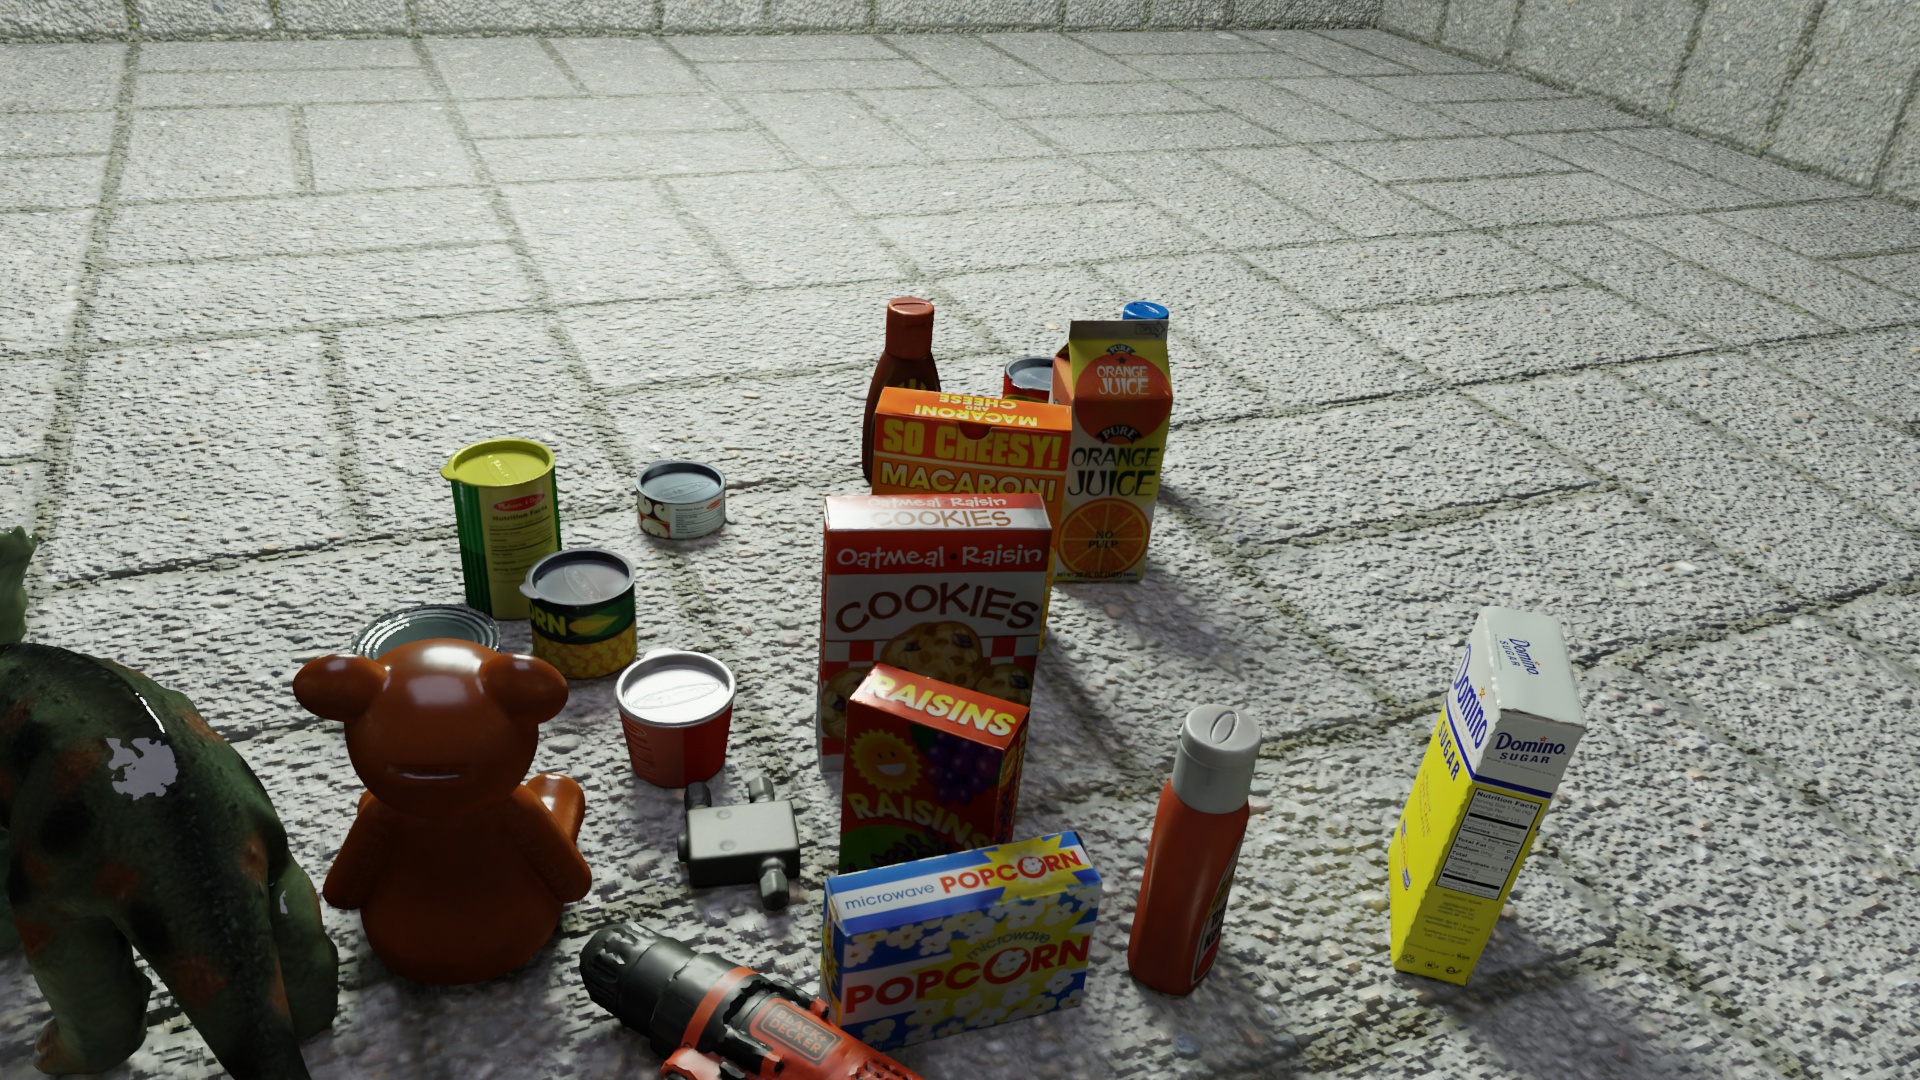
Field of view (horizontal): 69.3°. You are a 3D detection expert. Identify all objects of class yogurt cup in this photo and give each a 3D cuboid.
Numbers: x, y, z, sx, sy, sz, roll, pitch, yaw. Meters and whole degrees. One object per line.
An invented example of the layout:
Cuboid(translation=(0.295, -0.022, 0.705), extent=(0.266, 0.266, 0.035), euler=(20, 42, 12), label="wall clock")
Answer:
Cuboid(translation=(-0.163, 0.104, 0.798), extent=(0.072, 0.053, 0.073), euler=(4, 31, -2), label="yogurt cup")

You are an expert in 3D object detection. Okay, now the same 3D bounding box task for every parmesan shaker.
Cuboid(translation=(-0.300, -0.007, 0.914), extent=(0.071, 0.102, 0.071), euler=(4, 31, -2), label="parmesan shaker")

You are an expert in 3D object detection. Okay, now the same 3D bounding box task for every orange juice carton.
Cuboid(translation=(0.101, -0.068, 0.991), extent=(0.072, 0.191, 0.073), euler=(0, 31, -9), label="orange juice carton")

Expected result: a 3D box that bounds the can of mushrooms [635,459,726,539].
Cuboid(translation=(-0.209, -0.032, 1.037), extent=(0.071, 0.033, 0.071), euler=(4, 31, -2), label="can of mushrooms")

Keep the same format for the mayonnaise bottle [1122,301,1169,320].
Cuboid(translation=(0.139, -0.118, 1.122), extent=(0.041, 0.147, 0.065), euler=(-18, 38, -34), label="mayonnaise bottle")

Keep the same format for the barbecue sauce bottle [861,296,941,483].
Cuboid(translation=(-0.043, -0.116, 1.091), extent=(0.065, 0.147, 0.044), euler=(-4, 32, -15), label="barbecue sauce bottle")

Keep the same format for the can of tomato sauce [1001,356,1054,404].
Cuboid(translation=(0.065, -0.100, 1.144), extent=(0.071, 0.082, 0.071), euler=(4, 31, -2), label="can of tomato sauce")

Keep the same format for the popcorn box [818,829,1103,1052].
Cuboid(translation=(-0.001, 0.189, 0.652), extent=(0.127, 0.084, 0.038), euler=(-7, 33, -19), label="popcorn box")

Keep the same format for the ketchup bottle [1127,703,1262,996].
Cuboid(translation=(0.114, 0.148, 0.675), extent=(0.043, 0.148, 0.065), euler=(17, 33, 19), label="ketchup bottle")

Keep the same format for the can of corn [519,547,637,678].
Cuboid(translation=(-0.240, 0.047, 0.878), extent=(0.071, 0.058, 0.071), euler=(4, 31, -2), label="can of corn")

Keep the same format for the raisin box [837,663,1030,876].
Cuboid(translation=(-0.015, 0.131, 0.709), extent=(0.086, 0.122, 0.040), euler=(16, 32, 17), label="raisin box")

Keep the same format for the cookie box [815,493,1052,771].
Cuboid(translation=(-0.019, 0.053, 0.795), extent=(0.123, 0.166, 0.040), euler=(-1, 31, -10), label="cookie box")

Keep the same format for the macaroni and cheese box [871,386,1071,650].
Cuboid(translation=(0.003, -0.011, 0.907), extent=(0.124, 0.165, 0.040), euler=(6, 31, 1), label="macaroni and cheese box")
